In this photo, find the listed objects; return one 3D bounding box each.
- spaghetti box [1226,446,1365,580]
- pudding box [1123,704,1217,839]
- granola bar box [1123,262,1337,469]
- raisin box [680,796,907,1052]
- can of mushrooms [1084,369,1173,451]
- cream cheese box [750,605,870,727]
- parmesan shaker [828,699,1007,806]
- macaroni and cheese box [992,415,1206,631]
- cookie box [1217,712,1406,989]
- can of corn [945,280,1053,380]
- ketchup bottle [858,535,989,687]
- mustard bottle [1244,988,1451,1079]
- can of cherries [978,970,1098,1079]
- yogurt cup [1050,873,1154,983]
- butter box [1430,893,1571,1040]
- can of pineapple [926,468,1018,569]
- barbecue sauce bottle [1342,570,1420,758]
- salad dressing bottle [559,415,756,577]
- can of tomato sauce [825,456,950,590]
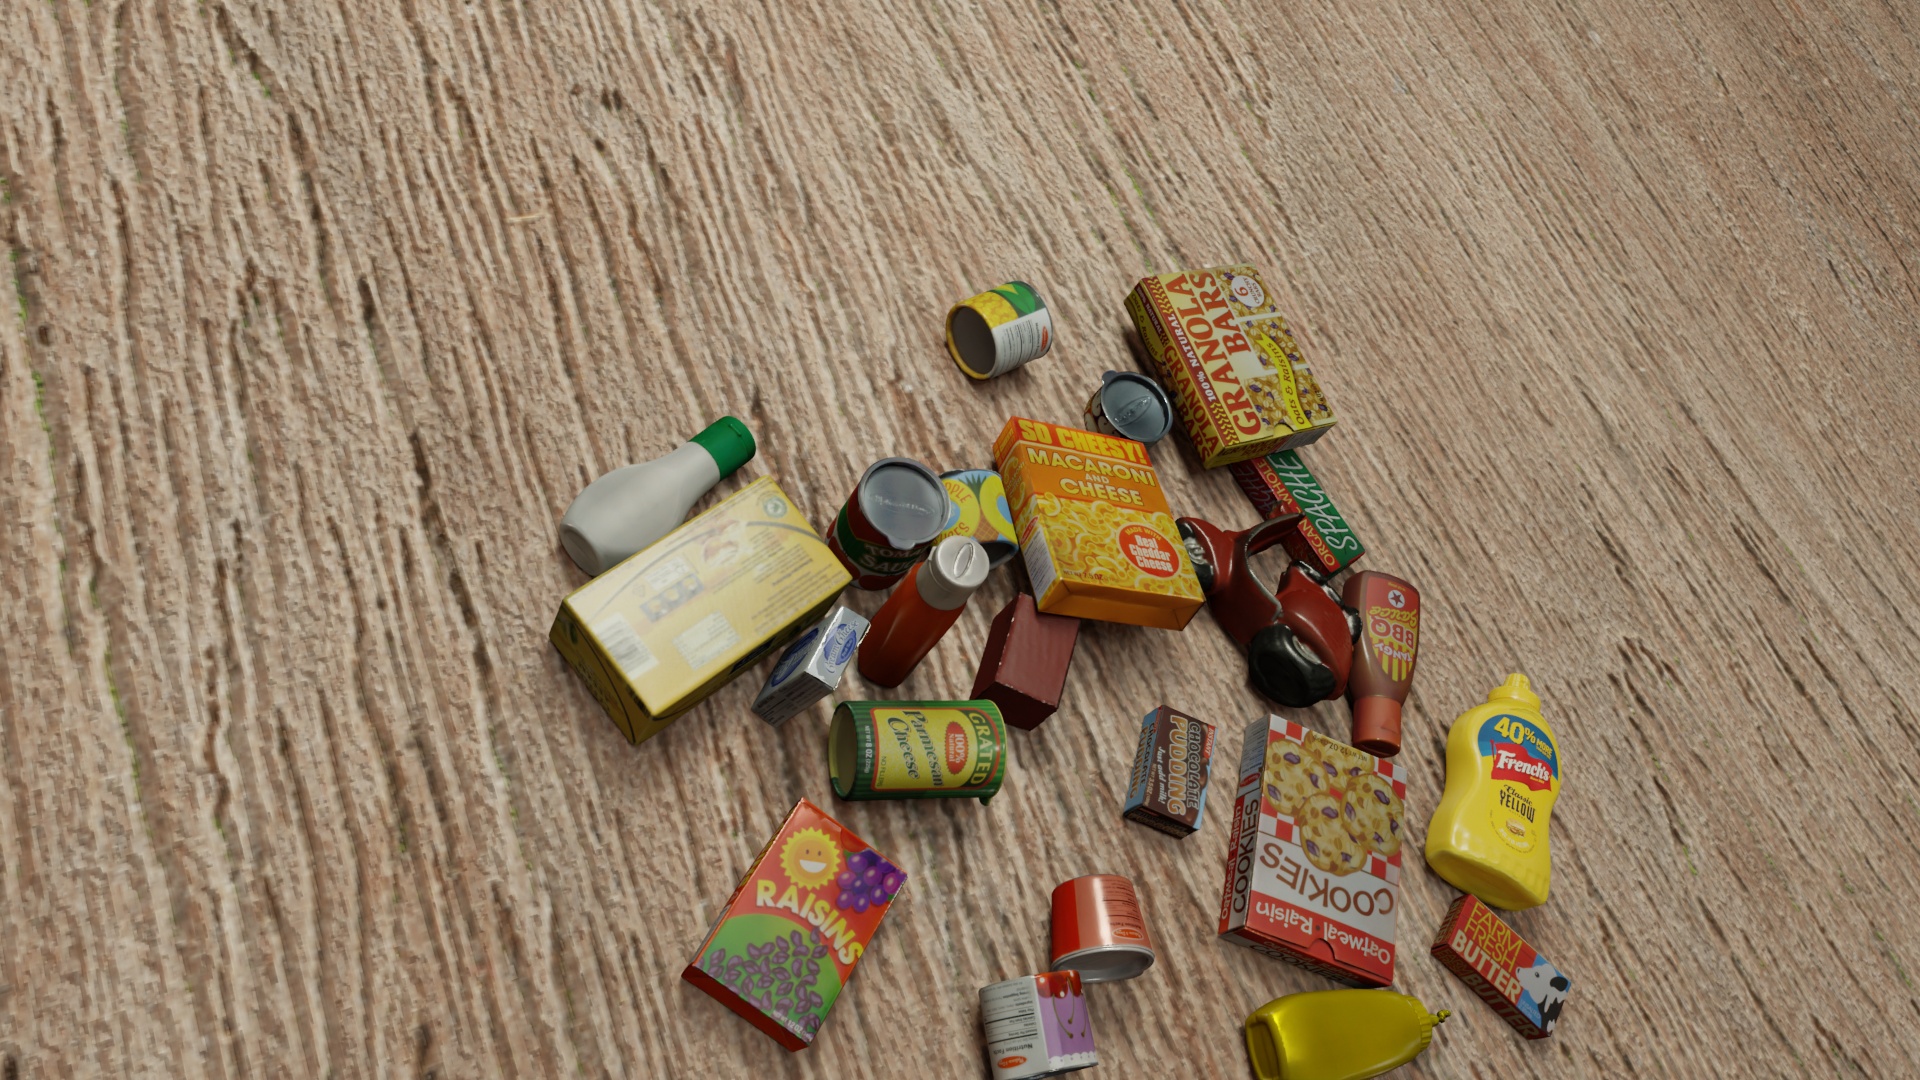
[{"bbox_3d":[0.250,-0.076,1.176,0.050,0.028,0.250,-26,77,-31],"label":"spaghetti box"},{"bbox_3d":[0.153,0.167,1.005,0.049,0.030,0.084,25,57,-11],"label":"pudding box"},{"bbox_3d":[0.225,-0.150,1.161,0.124,0.039,0.166,-13,70,-28],"label":"granola bar box"},{"bbox_3d":[-0.100,0.234,0.853,0.086,0.040,0.124,36,55,-2],"label":"raisin box"},{"bbox_3d":[0.136,-0.104,1.137,0.071,0.033,0.071,10,62,-19],"label":"can of mushrooms"},{"bbox_3d":[-0.097,0.082,0.894,0.024,0.103,0.053,35,57,-12],"label":"cream cheese box"},{"bbox_3d":[-0.029,0.141,0.918,0.103,0.071,0.071,2,64,-23],"label":"parmesan shaker"},{"bbox_3d":[0.100,-0.014,1.039,0.124,0.040,0.167,10,43,-25],"label":"macaroni and cheese box"},{"bbox_3d":[0.260,0.226,1.016,0.123,0.040,0.168,23,58,-12],"label":"cookie box"},{"bbox_3d":[0.028,-0.167,1.104,0.058,0.071,0.071,-27,78,-32],"label":"can of corn"},{"bbox_3d":[-0.025,0.044,0.919,0.043,0.148,0.065,27,57,-8],"label":"ketchup bottle"},{"bbox_3d":[0.274,0.341,0.958,0.160,0.048,0.065,1,65,-24],"label":"mustard bottle"},{"bbox_3d":[0.049,0.304,0.869,0.071,0.071,0.058,0,64,-24],"label":"can of cherries"},{"bbox_3d":[0.090,0.254,0.913,0.072,0.072,0.054,8,54,-20],"label":"yogurt cup"},{"bbox_3d":[0.405,0.319,1.042,0.103,0.024,0.053,42,55,0],"label":"butter box"},{"bbox_3d":[0.004,-0.013,1.010,0.071,0.070,0.058,-3,66,-25],"label":"can of pineapple"},{"bbox_3d":[0.336,0.100,1.114,0.065,0.043,0.149,21,58,-14],"label":"barbecue sauce bottle"},{"bbox_3d":[-0.202,-0.033,0.945,0.064,0.043,0.148,44,55,6],"label":"salad dressing bottle"},{"bbox_3d":[-0.052,-0.009,0.974,0.071,0.082,0.071,10,61,-19],"label":"can of tomato sauce"}]
